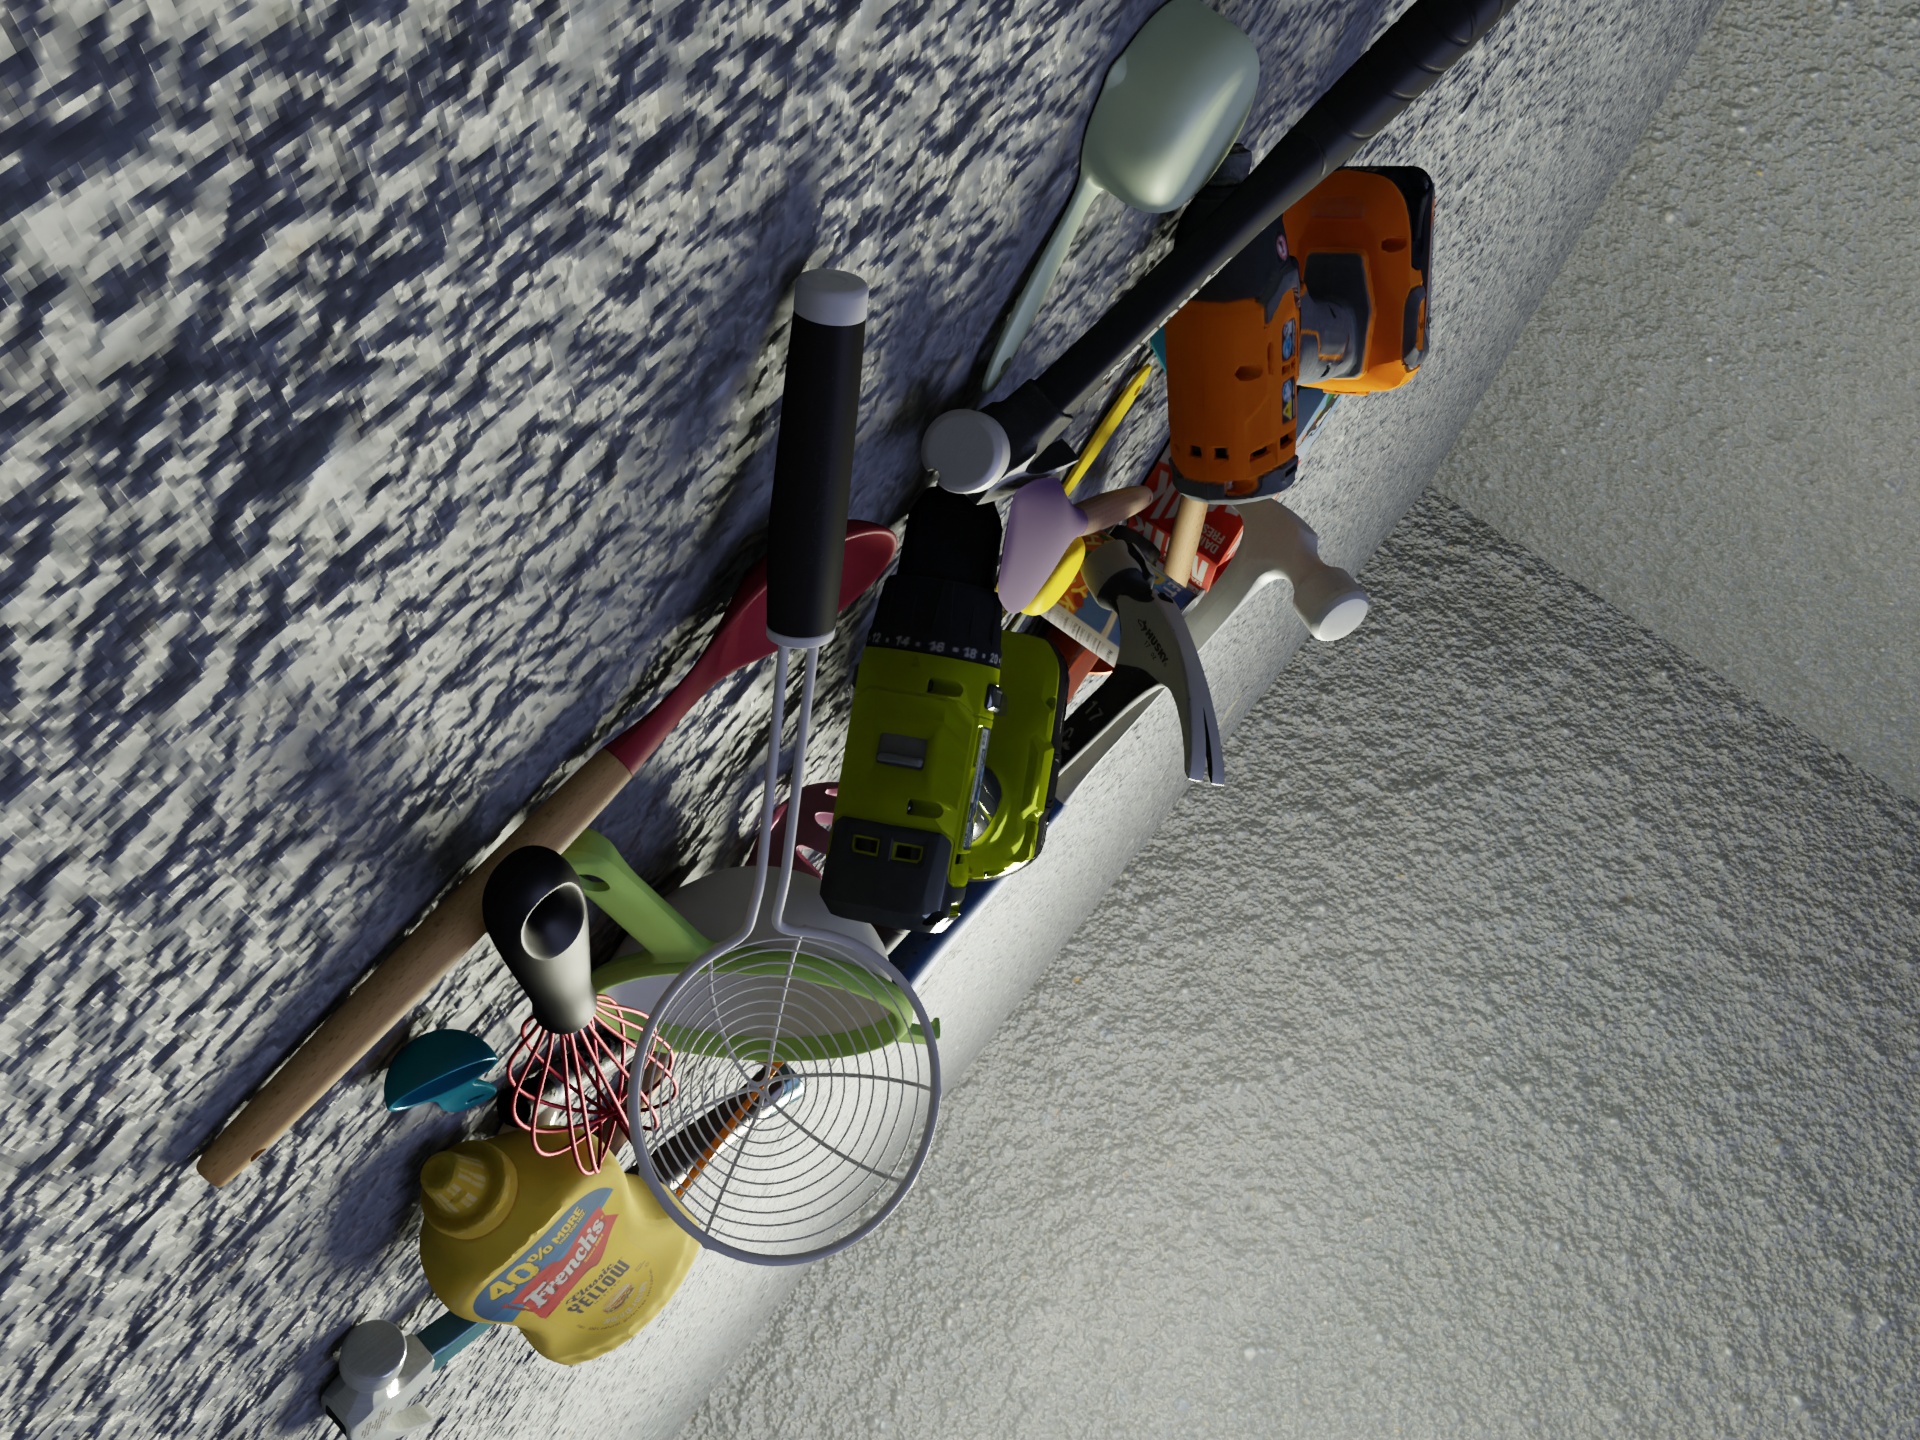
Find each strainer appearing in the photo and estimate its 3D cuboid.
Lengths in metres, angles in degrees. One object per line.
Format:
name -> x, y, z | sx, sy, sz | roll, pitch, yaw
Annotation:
strainer -> -0.109, 0.083, 0.693 | 0.256, 0.151, 0.069 | 62, 27, -58

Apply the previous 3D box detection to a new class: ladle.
ladle -> -0.136, 0.034, 0.551 | 0.315, 0.031, 0.069 | -47, 169, -18

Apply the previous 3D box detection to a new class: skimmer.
skimmer -> -0.049, 0.036, 0.548 | 0.127, 0.090, 0.363 | -8, 127, -25

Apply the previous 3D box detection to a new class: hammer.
hammer -> -0.002, 0.084, 0.939 | 0.036, 0.149, 0.409 | 12, 132, -43
hammer -> 0.061, 0.028, 0.936 | 0.035, 0.144, 0.405 | 13, 126, -43
hammer -> 0.123, -0.210, 0.631 | 0.334, 0.035, 0.146 | -42, 178, 15
hammer -> -0.205, 0.282, 0.890 | 0.331, 0.033, 0.128 | -31, 156, -46

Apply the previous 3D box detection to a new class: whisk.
whisk -> -0.147, 0.112, 0.602 | 0.073, 0.073, 0.295 | -48, 167, -26

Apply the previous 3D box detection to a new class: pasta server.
pasta server -> -0.135, 0.149, 0.848 | 0.316, 0.040, 0.060 | -58, -174, 27

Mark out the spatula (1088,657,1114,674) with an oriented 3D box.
spatula -> 0.025, 0.029, 1.094 | 0.322, 0.081, 0.041 | -48, 143, -5

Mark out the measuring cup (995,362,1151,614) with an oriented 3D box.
measuring cup -> 0.071, -0.124, 0.878 | 0.156, 0.029, 0.062 | -58, 167, 25

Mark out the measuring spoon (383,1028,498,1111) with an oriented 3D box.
measuring spoon -> -0.202, 0.139, 0.629 | 0.042, 0.021, 0.128 | -24, 168, -16

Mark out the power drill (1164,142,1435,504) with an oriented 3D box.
power drill -> 0.172, -0.222, 0.815 | 0.226, 0.084, 0.164 | -38, 131, -47

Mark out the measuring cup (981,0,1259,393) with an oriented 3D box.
measuring cup -> 0.062, -0.194, 0.622 | 0.167, 0.038, 0.083 | -60, 167, 19

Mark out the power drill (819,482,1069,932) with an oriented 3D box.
power drill -> -0.001, -0.002, 0.763 | 0.228, 0.080, 0.190 | 21, 79, -79

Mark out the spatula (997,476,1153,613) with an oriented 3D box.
spatula -> 0.062, -0.099, 0.794 | 0.316, 0.018, 0.059 | -36, 137, -69

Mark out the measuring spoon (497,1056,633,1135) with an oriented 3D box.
measuring spoon -> -0.187, 0.185, 0.796 | 0.034, 0.018, 0.124 | -57, 167, 16

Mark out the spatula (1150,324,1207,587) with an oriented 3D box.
spatula -> 0.134, -0.144, 0.962 | 0.082, 0.044, 0.317 | -52, 164, -23

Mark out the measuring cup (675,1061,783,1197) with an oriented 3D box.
measuring cup -> -0.126, 0.182, 0.891 | 0.174, 0.052, 0.095 | -54, -177, -19
